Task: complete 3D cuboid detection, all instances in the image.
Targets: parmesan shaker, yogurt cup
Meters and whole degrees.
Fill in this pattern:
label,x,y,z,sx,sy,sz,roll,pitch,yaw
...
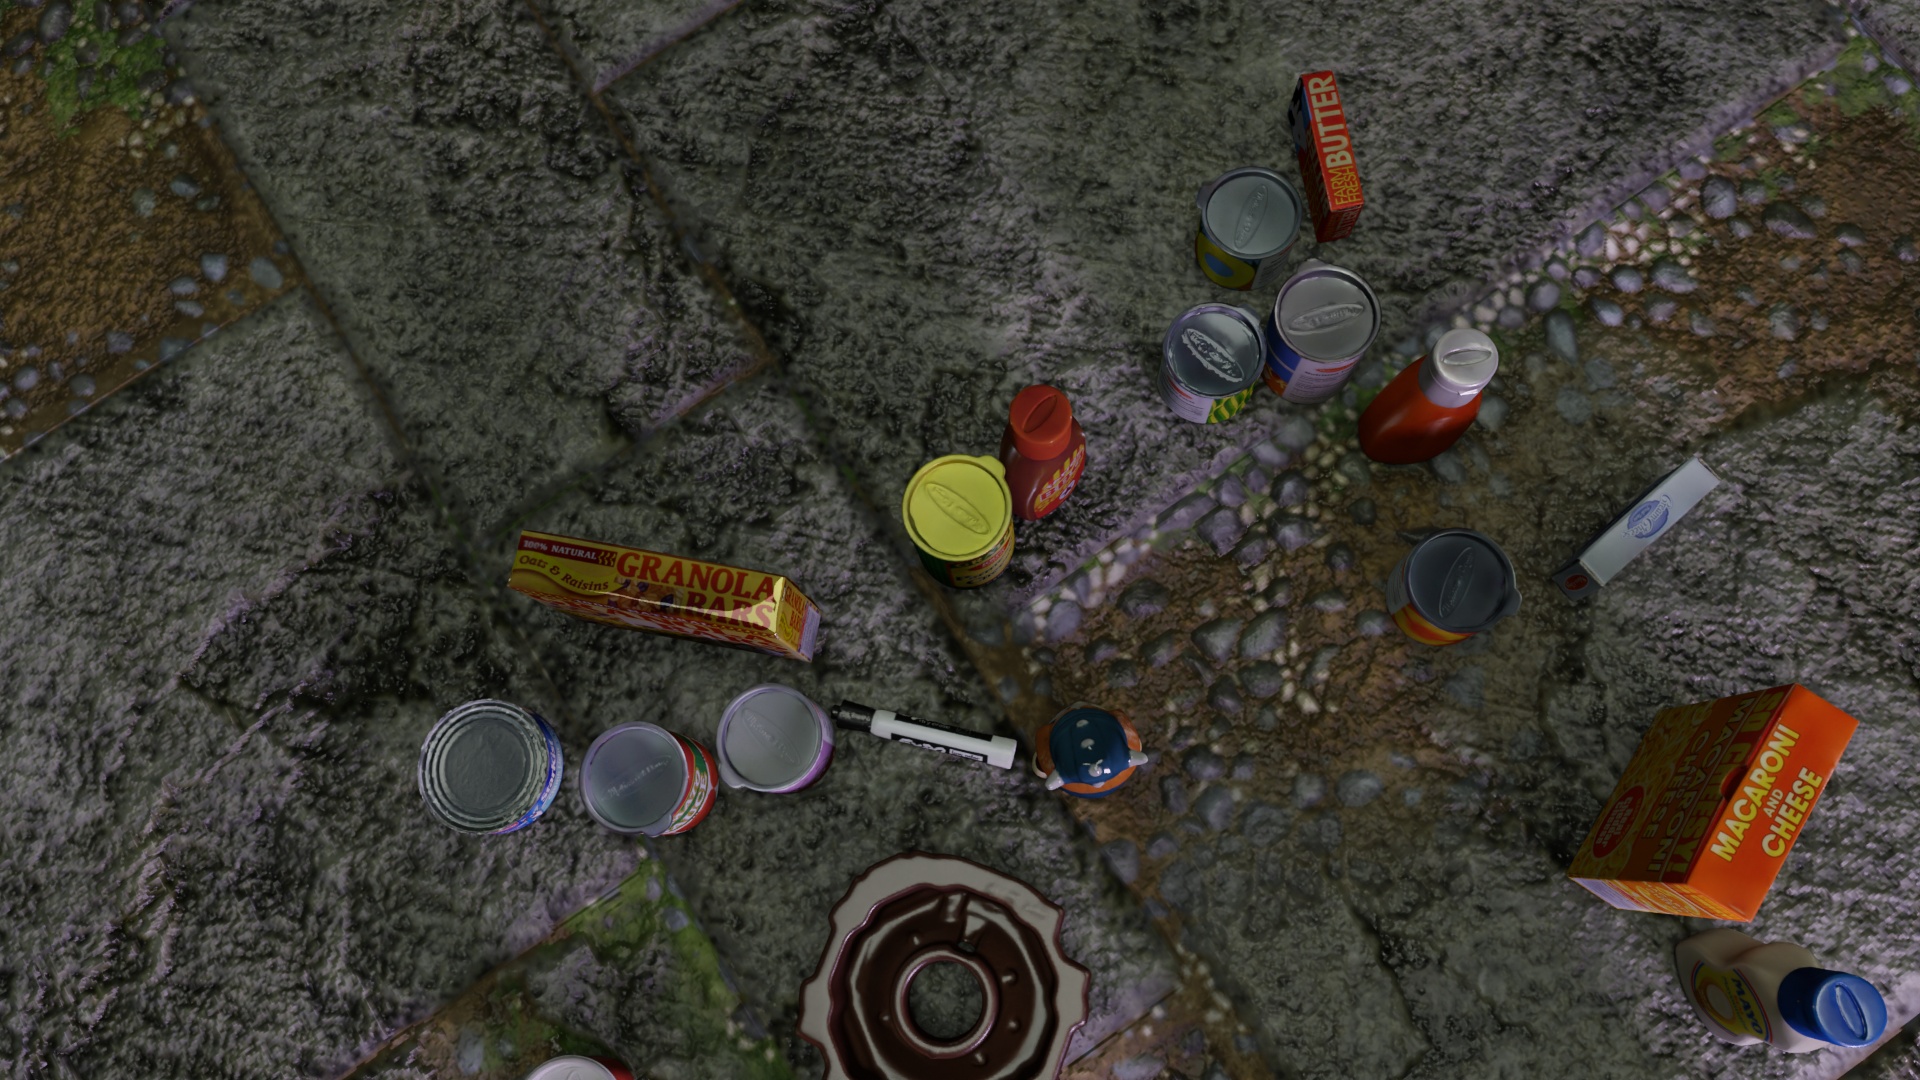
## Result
label,x,y,z,sx,sy,sz,roll,pitch,yaw
parmesan shaker,0.003,-0.011,0.879,0.071,0.103,0.071,-1,77,4
yogurt cup,-0.228,0.343,0.837,0.072,0.054,0.072,-1,77,4

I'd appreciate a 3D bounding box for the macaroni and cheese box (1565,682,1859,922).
label,x,y,z,sx,sy,sz,roll,pitch,yaw
macaroni and cheese box,0.415,0.149,0.781,0.040,0.166,0.124,32,81,10

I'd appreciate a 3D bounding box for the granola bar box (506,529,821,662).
label,x,y,z,sx,sy,sz,roll,pitch,yaw
granola bar box,-0.179,0.036,0.869,0.166,0.124,0.039,10,78,6

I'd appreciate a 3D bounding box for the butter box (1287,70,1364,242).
label,x,y,z,sx,sy,sz,roll,pitch,yaw
butter box,0.248,-0.261,0.947,0.024,0.053,0.103,-9,77,2

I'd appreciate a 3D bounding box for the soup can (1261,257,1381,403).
label,x,y,z,sx,sy,sz,roll,pitch,yaw
soup can,0.230,-0.135,0.902,0.071,0.083,0.071,-1,77,4

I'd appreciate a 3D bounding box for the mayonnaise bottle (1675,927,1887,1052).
label,x,y,z,sx,sy,sz,roll,pitch,yaw
mayonnaise bottle,0.449,0.250,0.765,0.041,0.148,0.065,-19,77,0

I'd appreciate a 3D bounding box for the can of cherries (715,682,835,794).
label,x,y,z,sx,sy,sz,roll,pitch,yaw
can of cherries,-0.118,0.128,0.877,0.071,0.058,0.071,-1,77,4

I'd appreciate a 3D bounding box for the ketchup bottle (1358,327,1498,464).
label,x,y,z,sx,sy,sz,roll,pitch,yaw
ketchup bottle,0.291,-0.087,0.854,0.065,0.148,0.043,-8,77,2

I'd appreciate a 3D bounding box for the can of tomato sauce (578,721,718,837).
label,x,y,z,sx,sy,sz,roll,pitch,yaw
can of tomato sauce,-0.190,0.151,0.864,0.071,0.083,0.071,-1,77,4

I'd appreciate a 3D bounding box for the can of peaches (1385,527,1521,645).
label,x,y,z,sx,sy,sz,roll,pitch,yaw
can of peaches,0.308,0.031,0.872,0.071,0.058,0.071,-1,77,4

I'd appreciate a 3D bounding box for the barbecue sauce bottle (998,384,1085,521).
label,x,y,z,sx,sy,sz,roll,pitch,yaw
barbecue sauce bottle,0.050,-0.057,0.863,0.044,0.148,0.065,39,83,11

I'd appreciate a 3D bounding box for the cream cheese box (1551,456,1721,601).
label,x,y,z,sx,sy,sz,roll,pitch,yaw
cream cheese box,0.424,-0.007,0.875,0.104,0.053,0.024,-40,78,-5

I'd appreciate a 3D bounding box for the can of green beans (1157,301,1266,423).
label,x,y,z,sx,sy,sz,roll,pitch,yaw
can of green beans,0.165,-0.116,0.916,0.071,0.057,0.071,-1,77,4

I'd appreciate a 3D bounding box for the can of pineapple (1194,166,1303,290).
label,x,y,z,sx,sy,sz,roll,pitch,yaw
can of pineapple,0.192,-0.210,0.936,0.071,0.057,0.071,-1,77,4
